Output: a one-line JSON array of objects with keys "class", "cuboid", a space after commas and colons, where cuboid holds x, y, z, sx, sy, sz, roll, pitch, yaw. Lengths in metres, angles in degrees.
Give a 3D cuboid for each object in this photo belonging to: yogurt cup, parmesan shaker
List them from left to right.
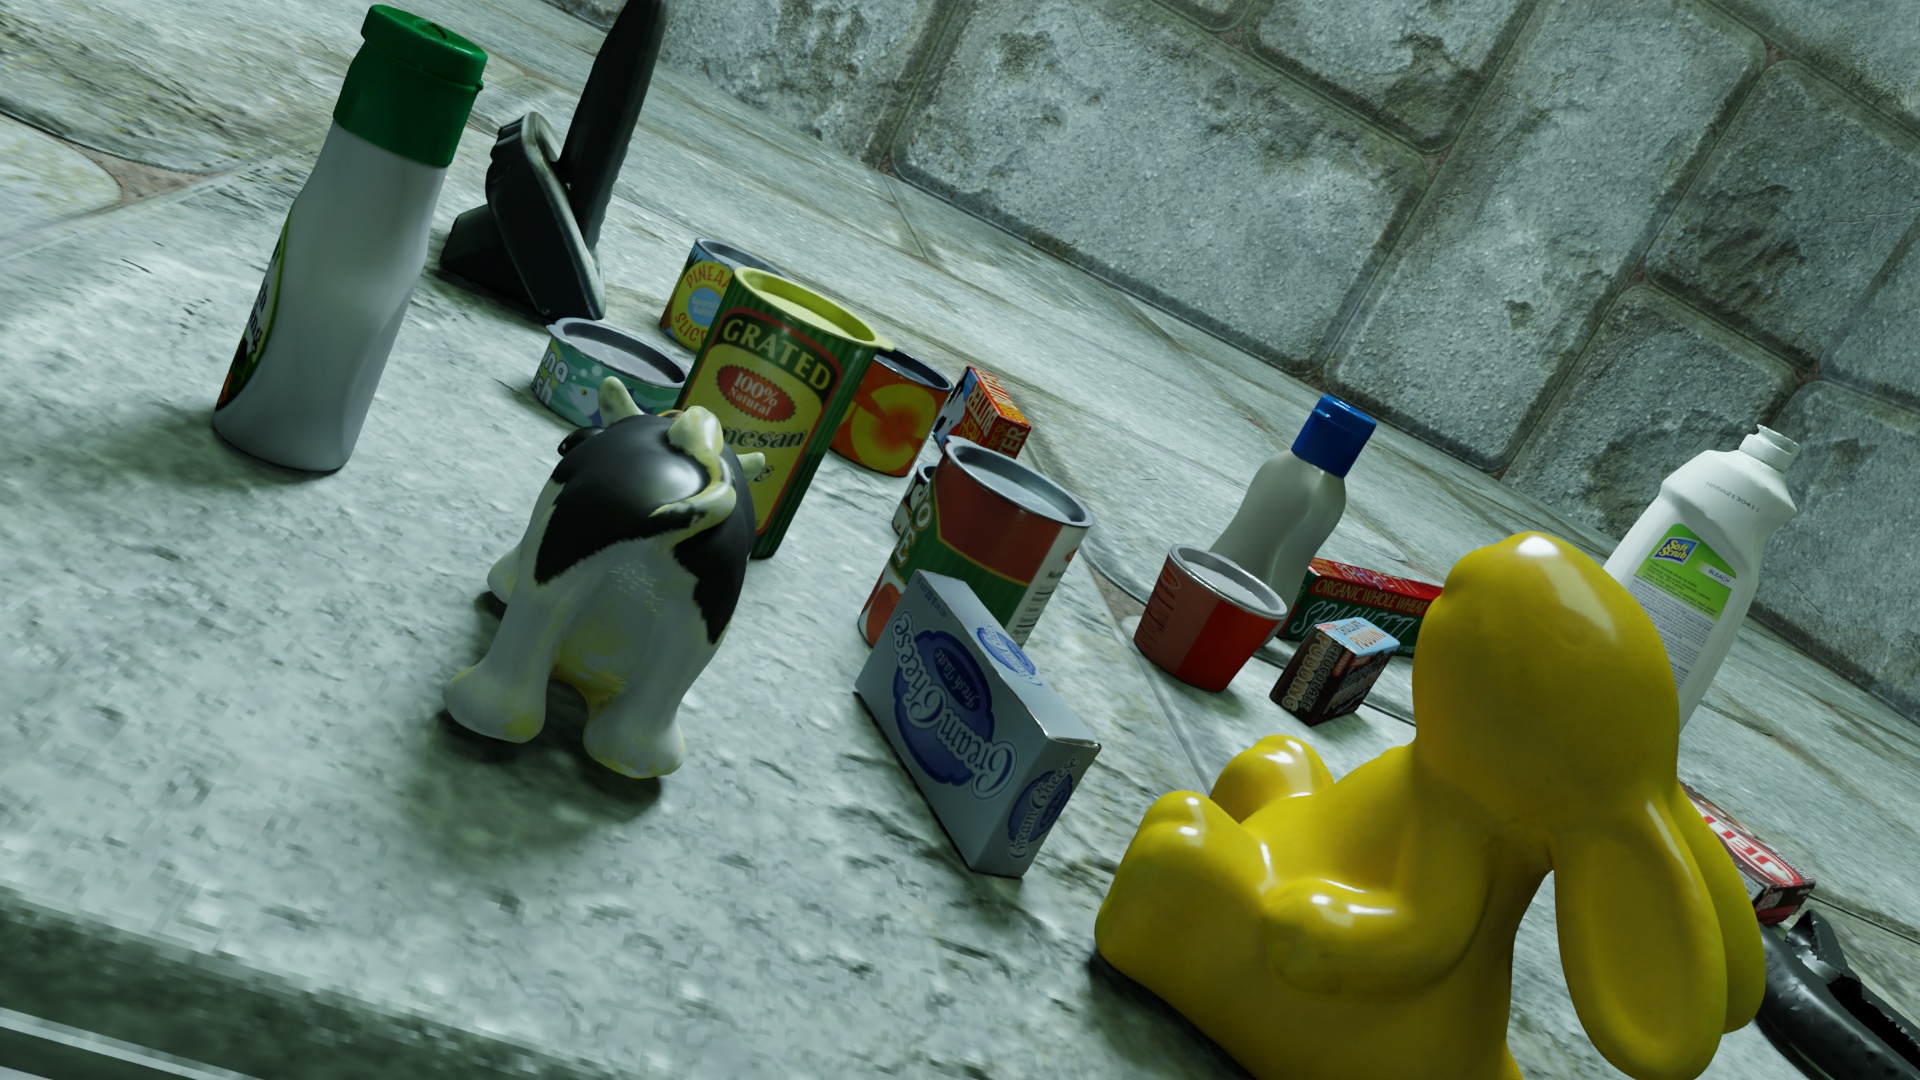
[{"class": "parmesan shaker", "cuboid": [-0.081, -0.051, 0.576, 0.071, 0.102, 0.071, 26, 16, -8]}, {"class": "yogurt cup", "cuboid": [0.126, 0.041, 0.717, 0.072, 0.053, 0.072, 26, 16, -8]}]

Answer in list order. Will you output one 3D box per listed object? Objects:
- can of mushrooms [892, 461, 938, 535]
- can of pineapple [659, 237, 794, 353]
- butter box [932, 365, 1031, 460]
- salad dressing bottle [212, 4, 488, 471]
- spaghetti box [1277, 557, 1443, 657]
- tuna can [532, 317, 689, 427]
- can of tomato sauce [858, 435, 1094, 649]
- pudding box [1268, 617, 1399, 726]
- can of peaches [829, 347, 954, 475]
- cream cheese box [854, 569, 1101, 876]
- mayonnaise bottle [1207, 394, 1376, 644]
[{"class": "can of mushrooms", "cuboid": [0.003, -0.009, 0.708, 0.071, 0.033, 0.071, 26, 16, -8]}, {"class": "can of pineapple", "cuboid": [-0.142, -0.143, 0.842, 0.071, 0.057, 0.071, 26, 16, -8]}, {"class": "butter box", "cuboid": [0.012, -0.069, 0.872, 0.024, 0.053, 0.104, 22, 17, -20]}, {"class": "salad dressing bottle", "cuboid": [-0.196, -0.096, 0.448, 0.044, 0.147, 0.064, 20, 18, -27]}, {"class": "spaghetti box", "cuboid": [0.285, 0.049, 0.957, 0.250, 0.050, 0.029, 10, 23, -46]}, {"class": "tuna can", "cuboid": [-0.163, -0.074, 0.641, 0.071, 0.032, 0.071, 26, 16, -8]}, {"class": "can of tomato sauce", "cuboid": [0.004, 0.011, 0.561, 0.071, 0.083, 0.071, 26, 16, -8]}, {"class": "pudding box", "cuboid": [0.207, 0.071, 0.766, 0.030, 0.049, 0.084, 36, 18, 27]}, {"class": "can of peaches", "cuboid": [-0.048, -0.078, 0.794, 0.071, 0.058, 0.071, 26, 16, -8]}, {"class": "cream cheese box", "cuboid": [0.003, 0.059, 0.466, 0.024, 0.053, 0.104, 17, 19, -35]}, {"class": "mayonnaise bottle", "cuboid": [0.194, -0.014, 0.826, 0.041, 0.147, 0.065, 16, 19, -36]}]
